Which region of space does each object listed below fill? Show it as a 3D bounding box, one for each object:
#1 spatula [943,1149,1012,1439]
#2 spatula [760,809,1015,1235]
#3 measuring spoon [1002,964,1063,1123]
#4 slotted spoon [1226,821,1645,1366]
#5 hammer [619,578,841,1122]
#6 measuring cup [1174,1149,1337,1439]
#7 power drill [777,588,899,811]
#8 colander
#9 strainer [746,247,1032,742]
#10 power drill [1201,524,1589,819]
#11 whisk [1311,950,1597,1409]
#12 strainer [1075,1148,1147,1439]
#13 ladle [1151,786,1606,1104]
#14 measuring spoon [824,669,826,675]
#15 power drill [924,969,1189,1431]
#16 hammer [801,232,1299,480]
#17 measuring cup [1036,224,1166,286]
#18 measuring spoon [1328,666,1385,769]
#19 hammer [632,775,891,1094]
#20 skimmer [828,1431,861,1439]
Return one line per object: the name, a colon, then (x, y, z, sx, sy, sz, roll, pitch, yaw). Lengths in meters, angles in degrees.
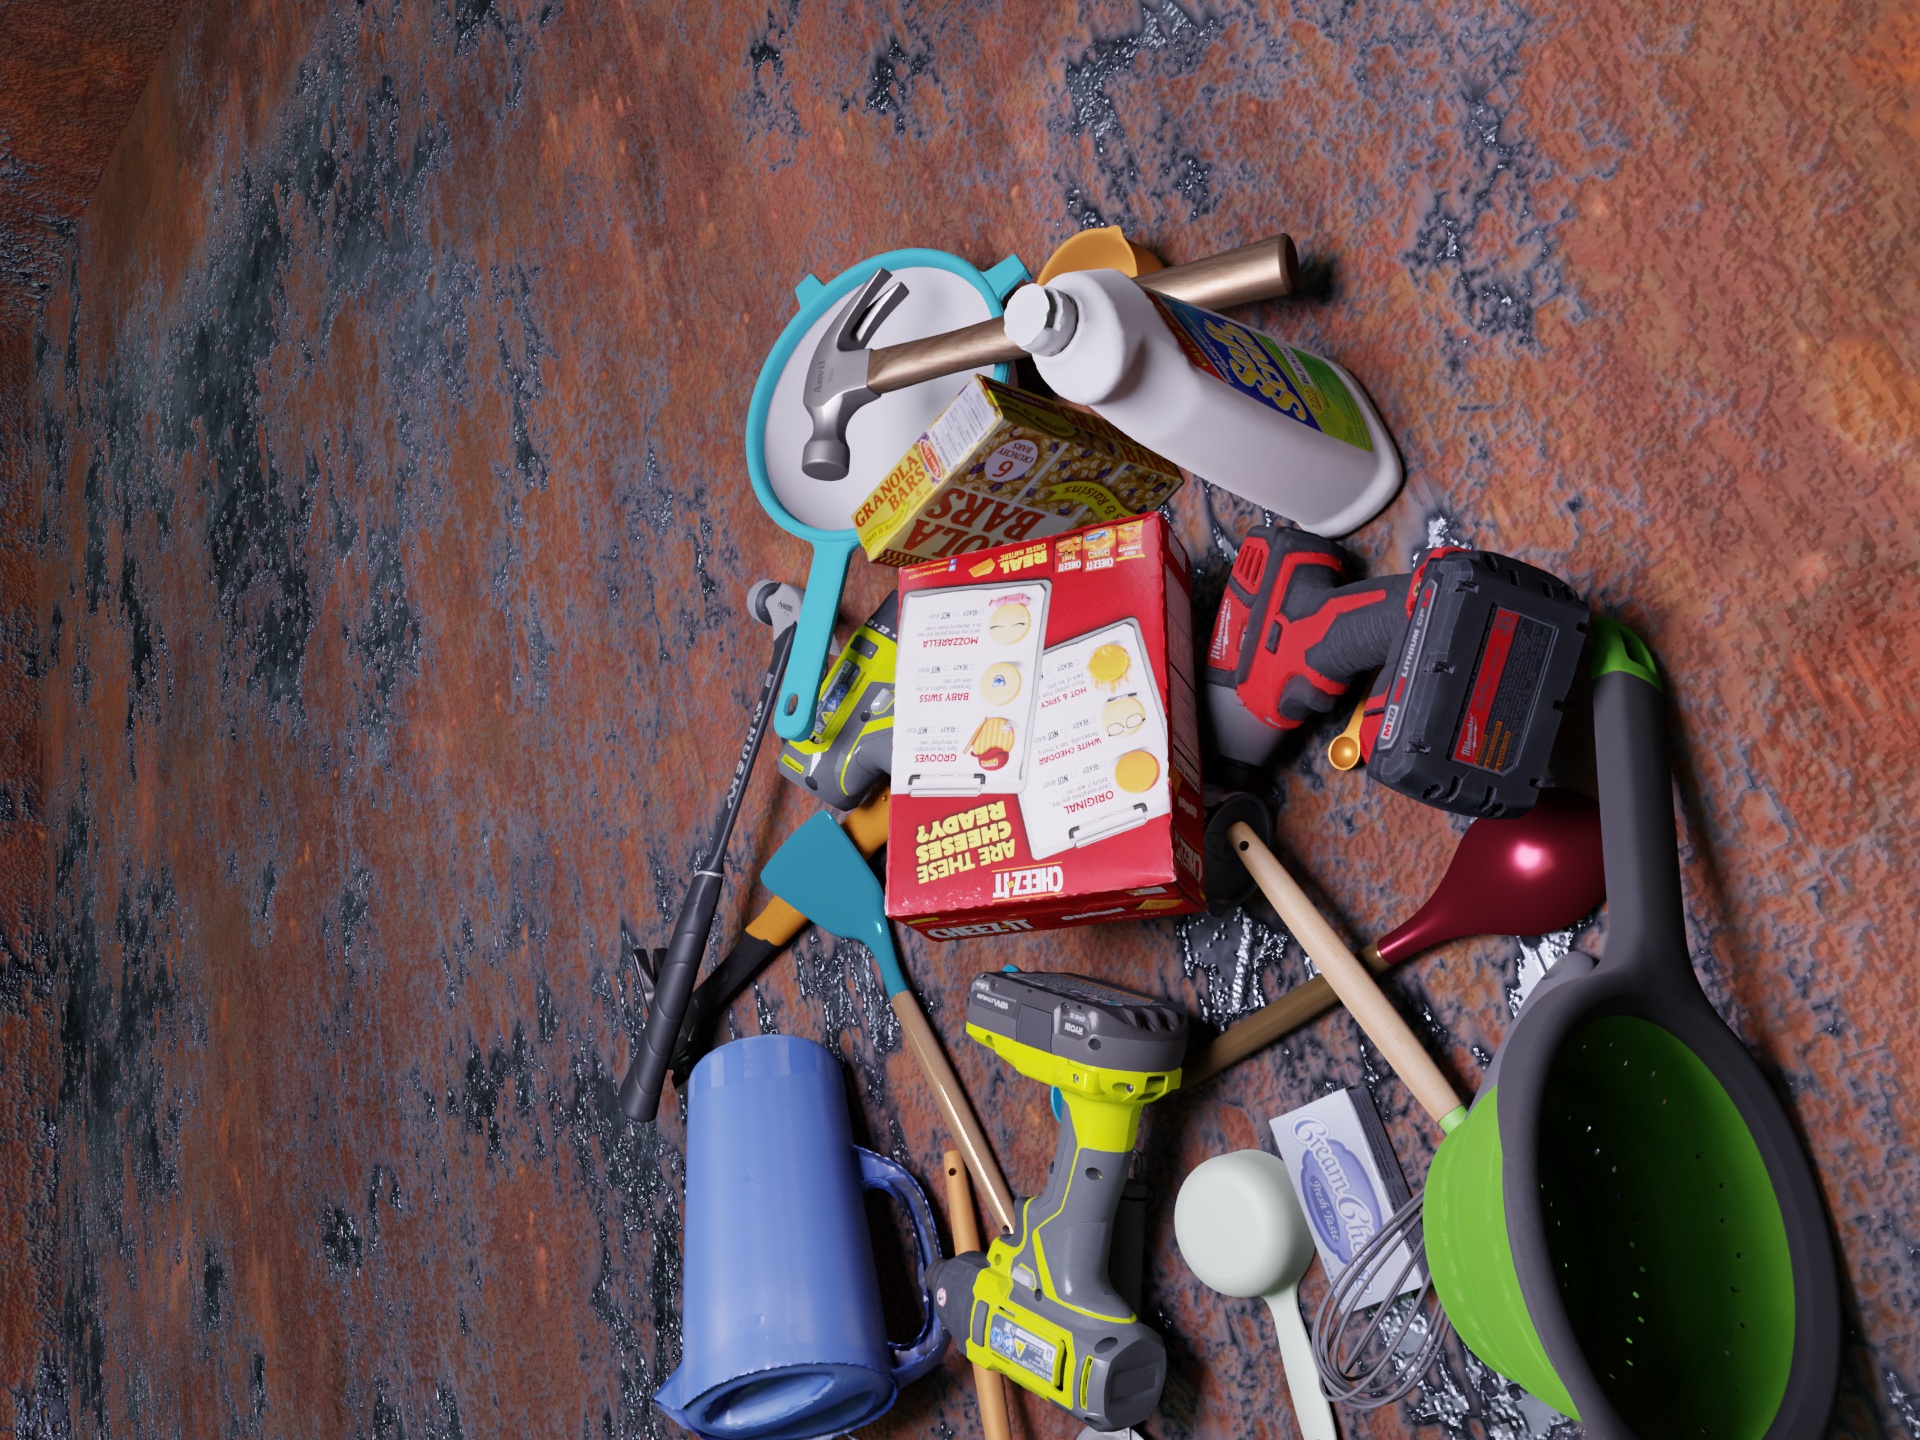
spatula: (0.024, 0.422, 0.962, 0.081, 0.041, 0.323, -19, 58, 13)
spatula: (-0.038, 0.206, 1.055, 0.082, 0.044, 0.318, -46, 58, 27)
measuring spoon: (0.059, 0.200, 0.988, 0.042, 0.021, 0.129, -55, 41, 22)
slotted spoon: (0.227, 0.171, 0.785, 0.070, 0.031, 0.314, -44, 60, 17)
hammer: (-0.176, 0.099, 1.166, 0.149, 0.036, 0.409, 26, 99, 64)
measuring cup: (0.161, 0.313, 0.844, 0.083, 0.038, 0.168, -35, 58, 37)
power drill: (-0.002, -0.003, 1.023, 0.229, 0.080, 0.190, 31, 88, 44)
colander: (0.269, 0.140, 0.688, 0.094, 0.204, 0.397, -30, 44, 50)
strainer: (-0.051, -0.142, 1.067, 0.211, 0.095, 0.340, 6, 78, 35)
power drill: (0.196, -0.023, 0.798, 0.220, 0.078, 0.143, 21, 95, 67)
whisk: (0.231, 0.205, 0.725, 0.055, 0.055, 0.239, 20, 69, 45)
strainer: (0.089, 0.378, 0.911, 0.087, 0.050, 0.258, -6, 76, 50)
ladle: (0.205, 0.133, 0.839, 0.315, 0.031, 0.069, -42, 58, 35)
measuring spoon: (-0.113, -0.084, 1.201, 0.034, 0.018, 0.124, 3, 85, 46)
power drill: (0.048, 0.261, 0.906, 0.171, 0.080, 0.223, 7, 89, 50)
hammer: (0.043, -0.236, 0.957, 0.331, 0.031, 0.130, -7, 70, 32)
measuring cup: (0.116, -0.234, 0.967, 0.174, 0.052, 0.095, 42, 113, 39)
measuring spoon: (0.232, -0.024, 0.848, 0.021, 0.011, 0.117, 41, 109, 42)
hammer: (-0.136, 0.142, 1.179, 0.336, 0.034, 0.127, -45, 56, 31)
skimmer: (-0.051, 0.472, 1.046, 0.364, 0.090, 0.127, 26, 95, 34)
